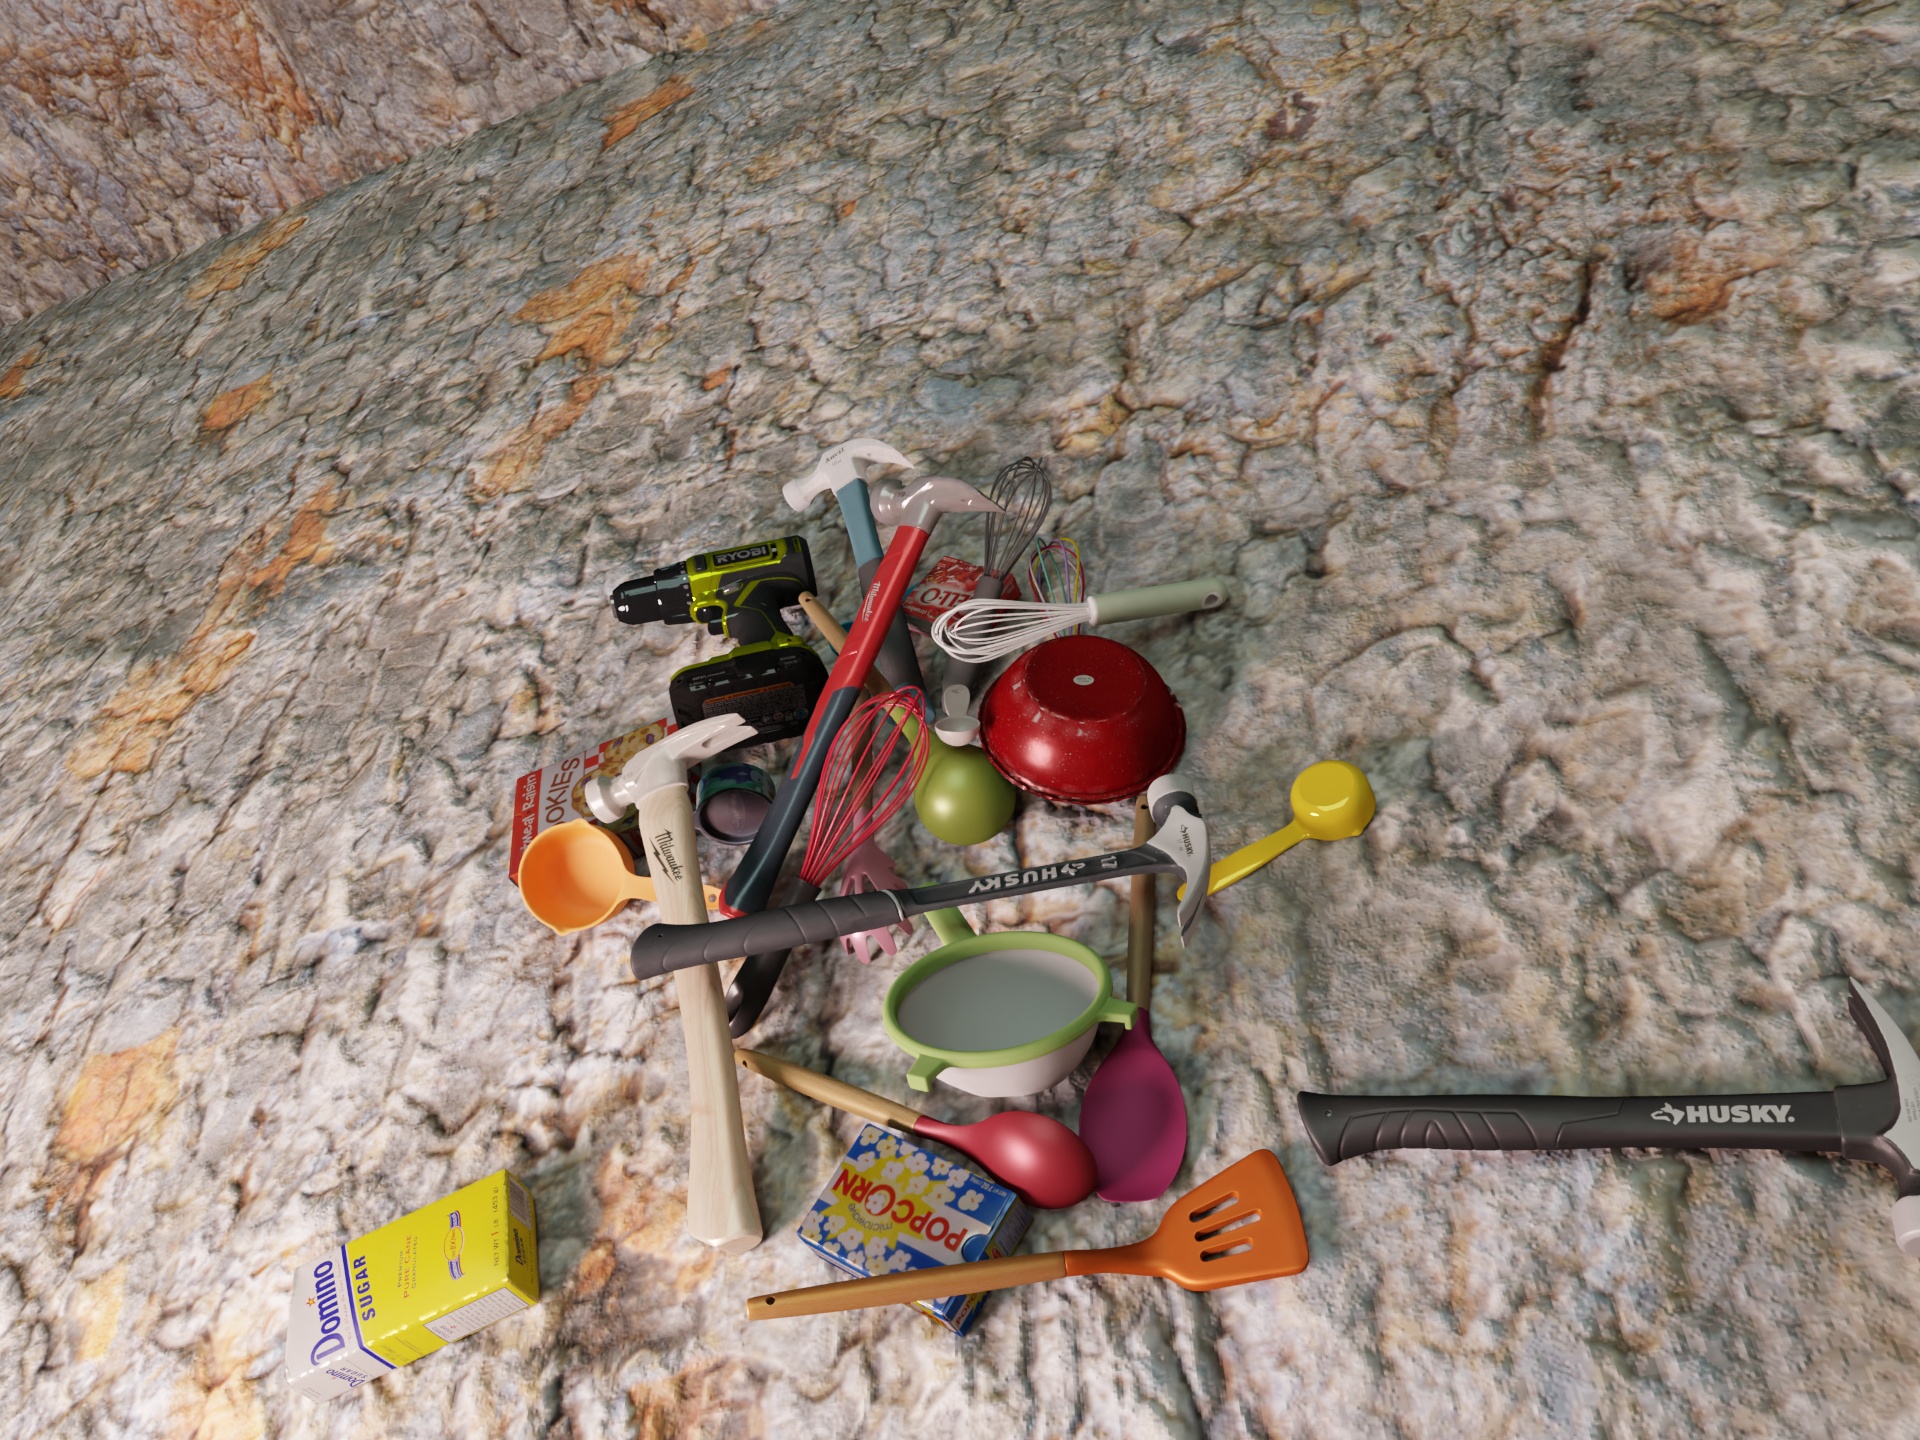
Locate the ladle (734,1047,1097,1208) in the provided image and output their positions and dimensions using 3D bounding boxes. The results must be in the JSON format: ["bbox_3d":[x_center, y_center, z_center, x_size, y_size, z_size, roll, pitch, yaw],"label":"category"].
[{"bbox_3d":[-0.044,0.260,1.055,0.315,0.069,0.031,8,23,41],"label":"ladle"}]

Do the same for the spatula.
[{"bbox_3d":[0.036,0.314,0.923,0.322,0.041,0.081,-7,43,-4],"label":"spatula"}]

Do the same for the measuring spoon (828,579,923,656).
[{"bbox_3d":[-0.063,-0.091,1.442,0.128,0.021,0.042,-36,53,-21],"label":"measuring spoon"}]

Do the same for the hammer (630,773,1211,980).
[{"bbox_3d":[-0.028,0.128,1.096,0.409,0.036,0.149,-11,33,4],"label":"hammer"}]

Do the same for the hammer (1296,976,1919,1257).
[{"bbox_3d":[0.355,0.219,0.886,0.335,0.035,0.146,-6,47,24],"label":"hammer"}]

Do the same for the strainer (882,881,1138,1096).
[{"bbox_3d":[0.013,0.188,1.089,0.151,0.069,0.257,-15,21,-12],"label":"strainer"}]

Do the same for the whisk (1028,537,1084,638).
[{"bbox_3d":[0.091,-0.070,1.314,0.047,0.051,0.245,-15,46,7],"label":"whisk"}]

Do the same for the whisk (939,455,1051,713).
[{"bbox_3d":[0.028,-0.117,1.347,0.055,0.055,0.239,10,76,36],"label":"whisk"}]

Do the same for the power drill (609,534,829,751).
[{"bbox_3d":[-0.215,-0.076,1.434,0.190,0.080,0.229,-12,41,-7],"label":"power drill"}]

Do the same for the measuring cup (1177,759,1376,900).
[{"bbox_3d":[0.216,0.078,1.104,0.156,0.029,0.062,-30,41,-4],"label":"measuring cup"}]

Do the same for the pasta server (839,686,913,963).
[{"bbox_3d":[-0.076,0.063,1.285,0.060,0.040,0.317,-19,38,11],"label":"pasta server"}]

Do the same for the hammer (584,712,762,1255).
[{"bbox_3d":[-0.185,0.179,1.155,0.146,0.038,0.411,-27,53,13],"label":"hammer"}]

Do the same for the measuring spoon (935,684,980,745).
[{"bbox_3d":[-0.002,-0.004,1.241,0.034,0.018,0.124,-3,18,1],"label":"measuring spoon"}]

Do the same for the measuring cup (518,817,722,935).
[{"bbox_3d":[-0.270,0.134,1.302,0.173,0.052,0.095,8,86,3],"label":"measuring cup"}]

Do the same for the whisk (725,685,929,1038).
[{"bbox_3d":[-0.104,0.104,1.185,0.073,0.073,0.296,24,84,42],"label":"whisk"}]

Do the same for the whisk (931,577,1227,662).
[{"bbox_3d":[0.097,-0.087,1.277,0.246,0.057,0.059,-9,43,-10],"label":"whisk"}]

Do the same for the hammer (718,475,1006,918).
[{"bbox_3d":[-0.087,-0.016,1.255,0.143,0.038,0.386,12,75,51],"label":"hammer"}]

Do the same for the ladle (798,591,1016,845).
[{"bbox_3d":[-0.057,-0.013,1.299,0.078,0.062,0.320,-35,47,-7],"label":"ladle"}]

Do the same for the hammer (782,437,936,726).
[{"bbox_3d":[-0.077,-0.126,1.418,0.128,0.033,0.331,-31,52,20],"label":"hammer"}]

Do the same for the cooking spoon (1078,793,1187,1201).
[{"bbox_3d":[0.120,0.175,1.069,0.069,0.017,0.319,-7,46,16],"label":"cooking spoon"}]
